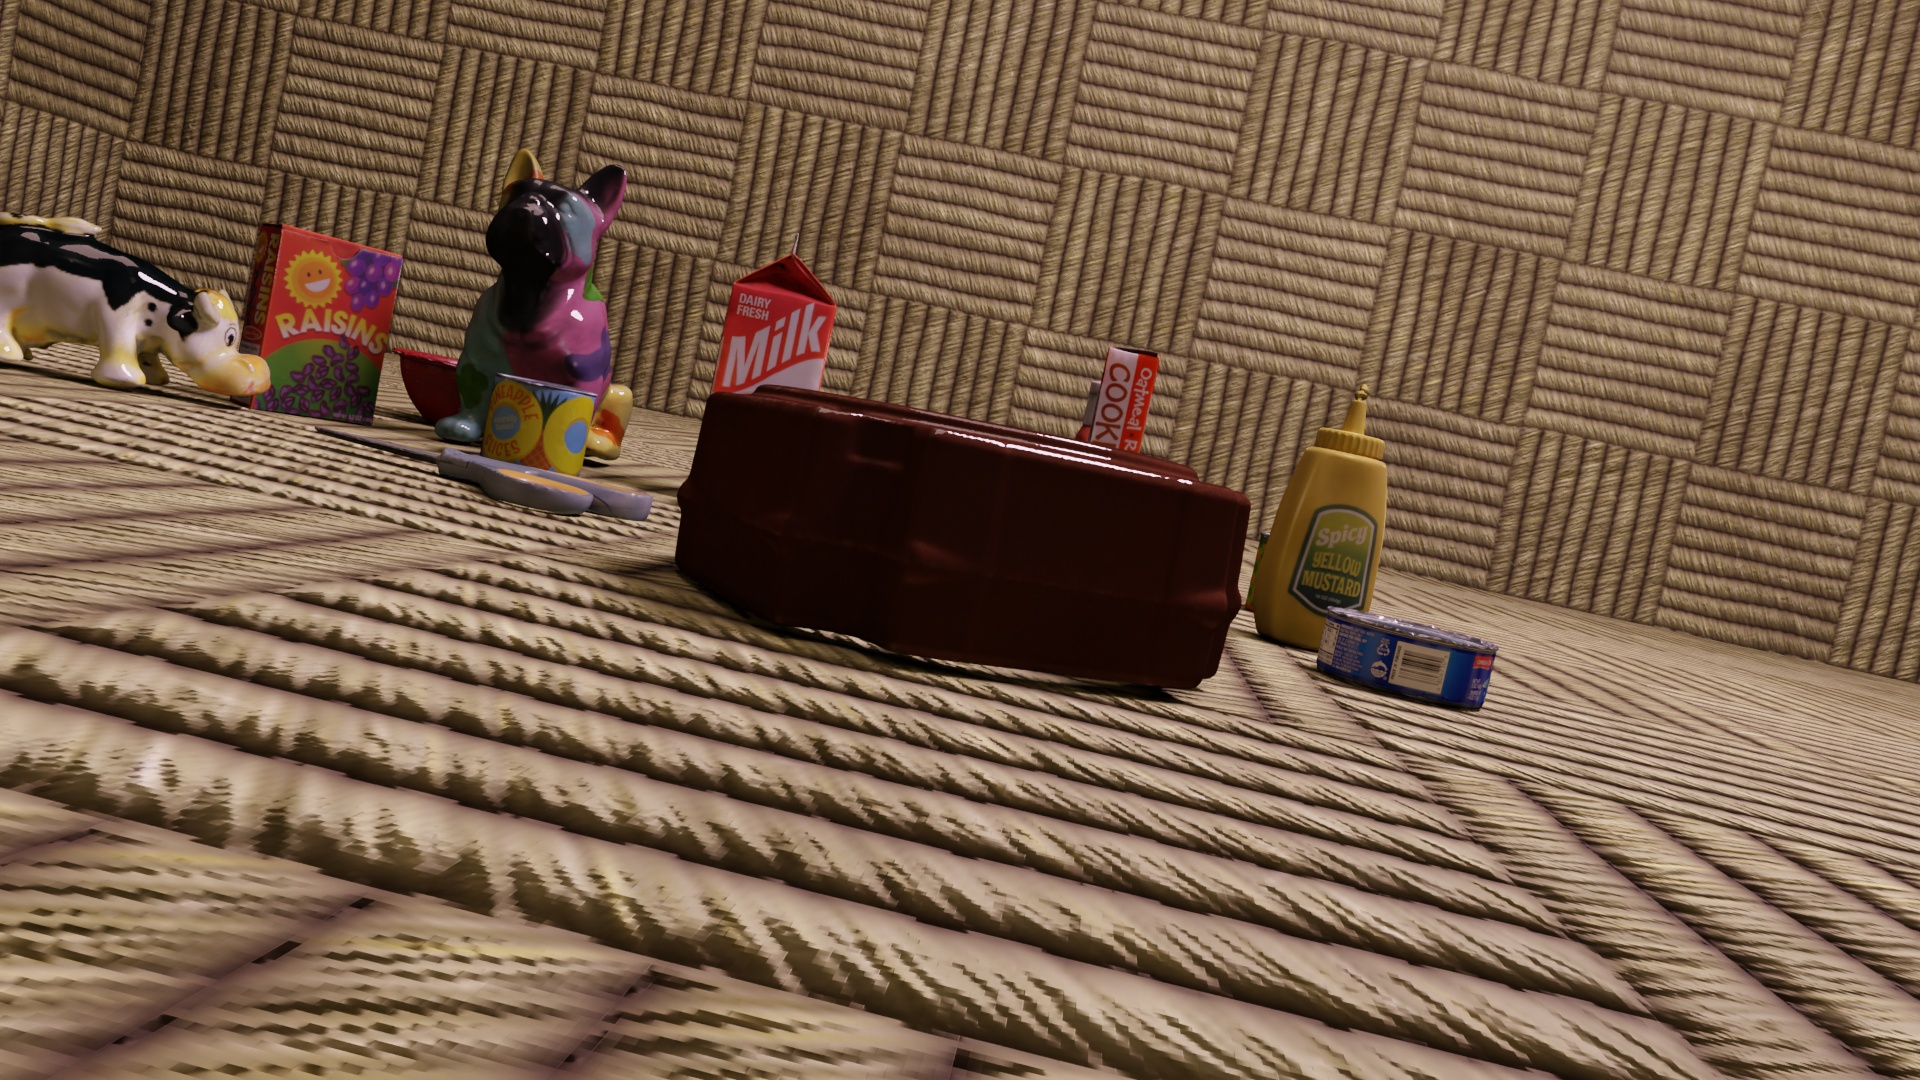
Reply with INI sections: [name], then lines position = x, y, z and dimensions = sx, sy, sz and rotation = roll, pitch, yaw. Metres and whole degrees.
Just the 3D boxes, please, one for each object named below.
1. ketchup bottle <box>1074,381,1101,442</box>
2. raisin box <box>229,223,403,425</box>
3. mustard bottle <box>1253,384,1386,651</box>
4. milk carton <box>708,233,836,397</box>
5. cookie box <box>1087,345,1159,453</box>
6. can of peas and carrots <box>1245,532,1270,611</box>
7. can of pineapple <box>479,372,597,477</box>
[ketchup bottle]
position = 0.112, -0.057, 1.158
dimensions = 0.043, 0.148, 0.065
rotation = 11, 4, -22
[raisin box]
position = -0.441, -0.147, 0.952
dimensions = 0.040, 0.123, 0.086
rotation = 15, 5, 40
[mustard bottle]
position = 0.219, -0.015, 0.822
dimensions = 0.065, 0.160, 0.049
rotation = 12, 4, -10
[milk carton]
position = -0.134, -0.116, 0.966
dimensions = 0.073, 0.190, 0.072
rotation = 11, 4, -11
[cookie box]
position = 0.112, -0.058, 1.047
dimensions = 0.040, 0.167, 0.123
rotation = 12, 4, 4
[can of peas and carrots]
position = 0.248, 0.029, 1.020
dimensions = 0.071, 0.058, 0.071
rotation = 12, 4, -1
[can of pineapple]
position = -0.280, -0.076, 0.917
dimensions = 0.071, 0.058, 0.071
rotation = 12, 4, -1
